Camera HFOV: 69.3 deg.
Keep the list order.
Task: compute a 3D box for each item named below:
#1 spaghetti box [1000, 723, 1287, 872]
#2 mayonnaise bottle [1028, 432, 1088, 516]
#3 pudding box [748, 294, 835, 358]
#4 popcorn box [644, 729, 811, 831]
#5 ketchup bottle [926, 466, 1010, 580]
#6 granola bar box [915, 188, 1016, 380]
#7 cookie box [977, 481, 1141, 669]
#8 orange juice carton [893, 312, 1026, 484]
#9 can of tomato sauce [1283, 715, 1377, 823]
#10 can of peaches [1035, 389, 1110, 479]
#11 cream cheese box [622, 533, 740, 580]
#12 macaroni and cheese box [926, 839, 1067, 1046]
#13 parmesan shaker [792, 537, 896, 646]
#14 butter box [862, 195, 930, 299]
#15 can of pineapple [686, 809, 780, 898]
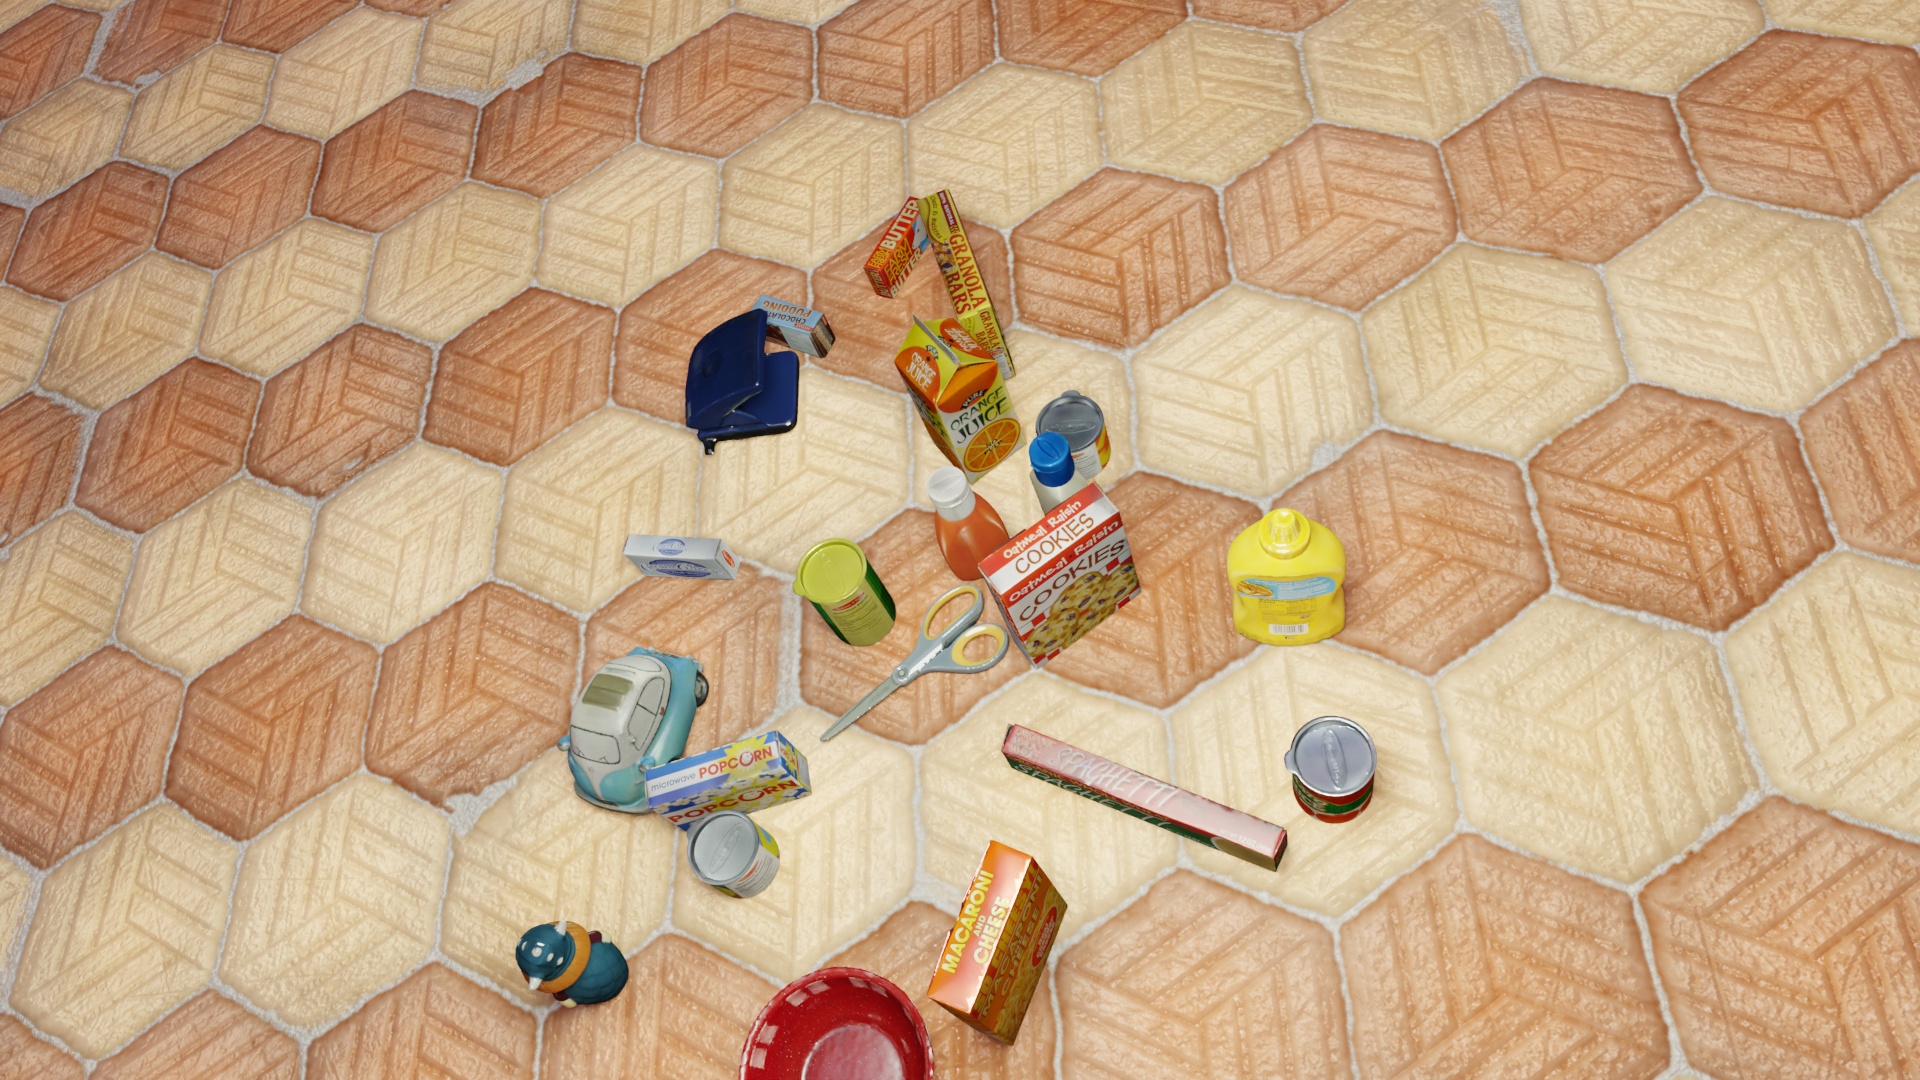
[{"bbox_3d":[0.151,0.215,1.171,0.250,0.050,0.029,18,69,22],"label":"spaghetti box"},{"bbox_3d":[0.093,-0.046,1.269,0.041,0.147,0.065,-41,61,-9],"label":"mayonnaise bottle"},{"bbox_3d":[-0.181,-0.231,1.495,0.084,0.049,0.030,20,69,23],"label":"pudding box"},{"bbox_3d":[-0.207,0.216,1.242,0.127,0.085,0.038,-18,60,5],"label":"popcorn box"},{"bbox_3d":[0.005,-0.016,1.275,0.065,0.148,0.044,-26,60,0],"label":"ketchup bottle"},{"bbox_3d":[0.007,-0.257,1.418,0.039,0.123,0.166,-20,60,4],"label":"granola bar box"},{"bbox_3d":[0.090,0.033,1.216,0.123,0.166,0.040,-36,60,-6],"label":"cookie box"},{"bbox_3d":[-0.002,-0.141,1.318,0.073,0.192,0.072,-37,60,-6],"label":"orange juice carton"},{"bbox_3d":[0.300,0.188,1.127,0.071,0.082,0.071,-6,61,11],"label":"can of tomato sauce"},{"bbox_3d":[0.110,-0.101,1.346,0.071,0.058,0.071,-6,61,11],"label":"can of peaches"},{"bbox_3d":[-0.278,0.017,1.385,0.104,0.053,0.024,3,64,16],"label":"cream cheese box"},{"bbox_3d":[0.031,0.316,1.080,0.040,0.166,0.124,16,68,22],"label":"macaroni and cheese box"},{"bbox_3d":[-0.107,0.051,1.295,0.071,0.102,0.071,-6,62,12],"label":"parmesan shaker"},{"bbox_3d":[-0.065,-0.318,1.510,0.024,0.053,0.104,22,70,24],"label":"butter box"},{"bbox_3d":[-0.200,0.276,1.224,0.071,0.057,0.071,-6,61,11],"label":"can of pineapple"}]
